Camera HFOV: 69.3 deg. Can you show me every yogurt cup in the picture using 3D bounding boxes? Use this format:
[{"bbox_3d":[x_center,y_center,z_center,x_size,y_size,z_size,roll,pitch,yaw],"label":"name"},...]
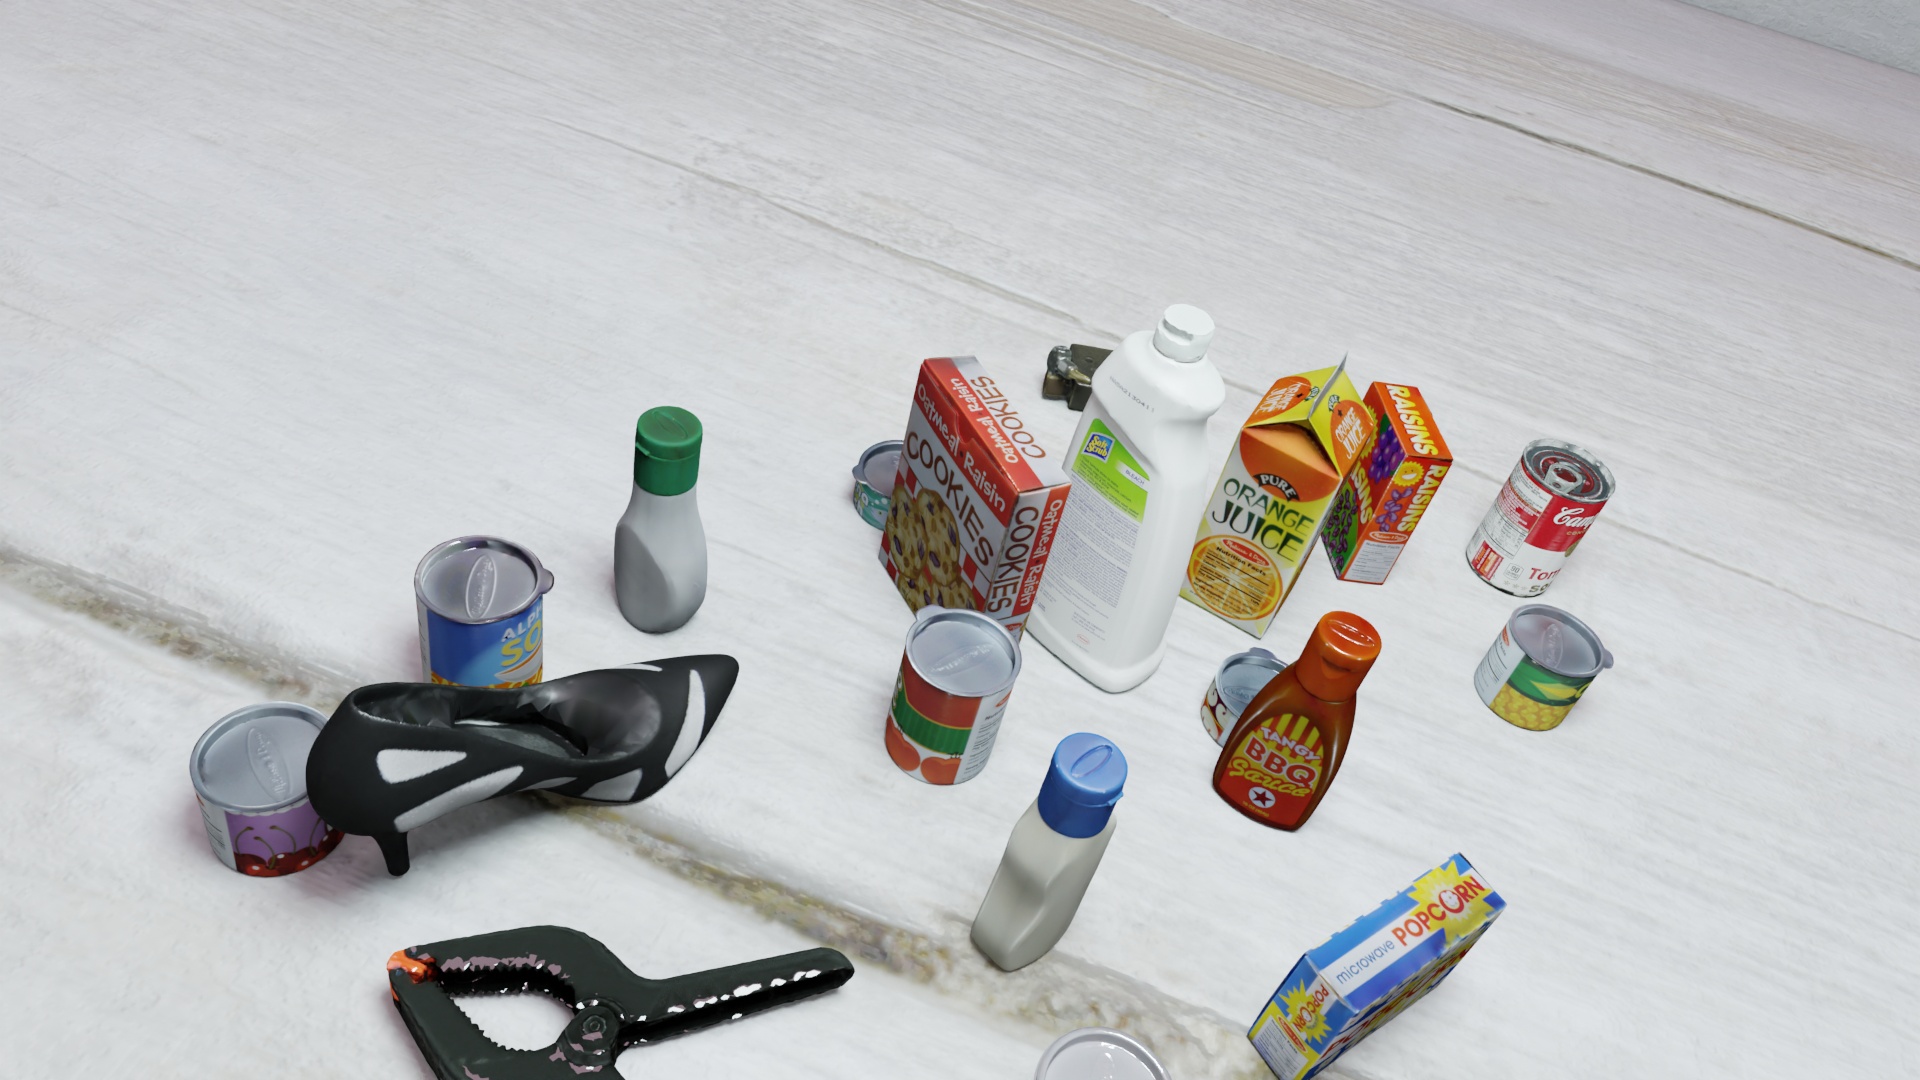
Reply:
[{"bbox_3d":[0.062,0.271,0.648,0.072,0.053,0.073,8,42,-8],"label":"yogurt cup"}]

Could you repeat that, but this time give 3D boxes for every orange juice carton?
[{"bbox_3d":[0.211,-0.034,0.919,0.073,0.191,0.072,29,43,15],"label":"orange juice carton"}]

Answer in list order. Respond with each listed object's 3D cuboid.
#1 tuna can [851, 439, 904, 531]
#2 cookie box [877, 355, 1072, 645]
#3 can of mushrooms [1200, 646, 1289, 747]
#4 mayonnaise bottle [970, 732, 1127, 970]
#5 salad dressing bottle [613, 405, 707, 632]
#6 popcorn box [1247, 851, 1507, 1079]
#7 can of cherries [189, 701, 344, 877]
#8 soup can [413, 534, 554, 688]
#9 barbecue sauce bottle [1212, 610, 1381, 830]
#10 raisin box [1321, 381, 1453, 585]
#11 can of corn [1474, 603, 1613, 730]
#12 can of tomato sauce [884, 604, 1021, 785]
[{"bbox_3d":[-0.043,-0.037,0.967,0.071,0.032,0.071,8,42,-8],"label":"tuna can"},{"bbox_3d":[0.003,-0.011,0.851,0.040,0.166,0.123,-12,48,-27],"label":"cookie box"},{"bbox_3d":[0.189,0.104,0.881,0.071,0.033,0.071,8,42,-8],"label":"can of mushrooms"},{"bbox_3d":[0.047,0.155,0.699,0.041,0.147,0.065,39,47,25],"label":"mayonnaise bottle"},{"bbox_3d":[-0.174,-0.011,0.814,0.064,0.146,0.044,39,47,25],"label":"salad dressing bottle"},{"bbox_3d":[0.216,0.223,0.722,0.127,0.084,0.038,-19,52,-32],"label":"popcorn box"},{"bbox_3d":[-0.337,0.123,0.688,0.071,0.058,0.072,8,42,-8],"label":"can of cherries"},{"bbox_3d":[-0.263,0.049,0.771,0.071,0.083,0.072,8,42,-8],"label":"soup can"},{"bbox_3d":[0.197,0.103,0.799,0.065,0.147,0.044,27,43,13],"label":"barbecue sauce bottle"},{"bbox_3d":[0.303,-0.041,1.005,0.040,0.122,0.086,6,42,-10],"label":"raisin box"},{"bbox_3d":[0.394,0.087,0.941,0.071,0.058,0.071,8,42,-8],"label":"can of corn"},{"bbox_3d":[-0.007,0.090,0.802,0.071,0.082,0.071,8,42,-8],"label":"can of tomato sauce"}]
